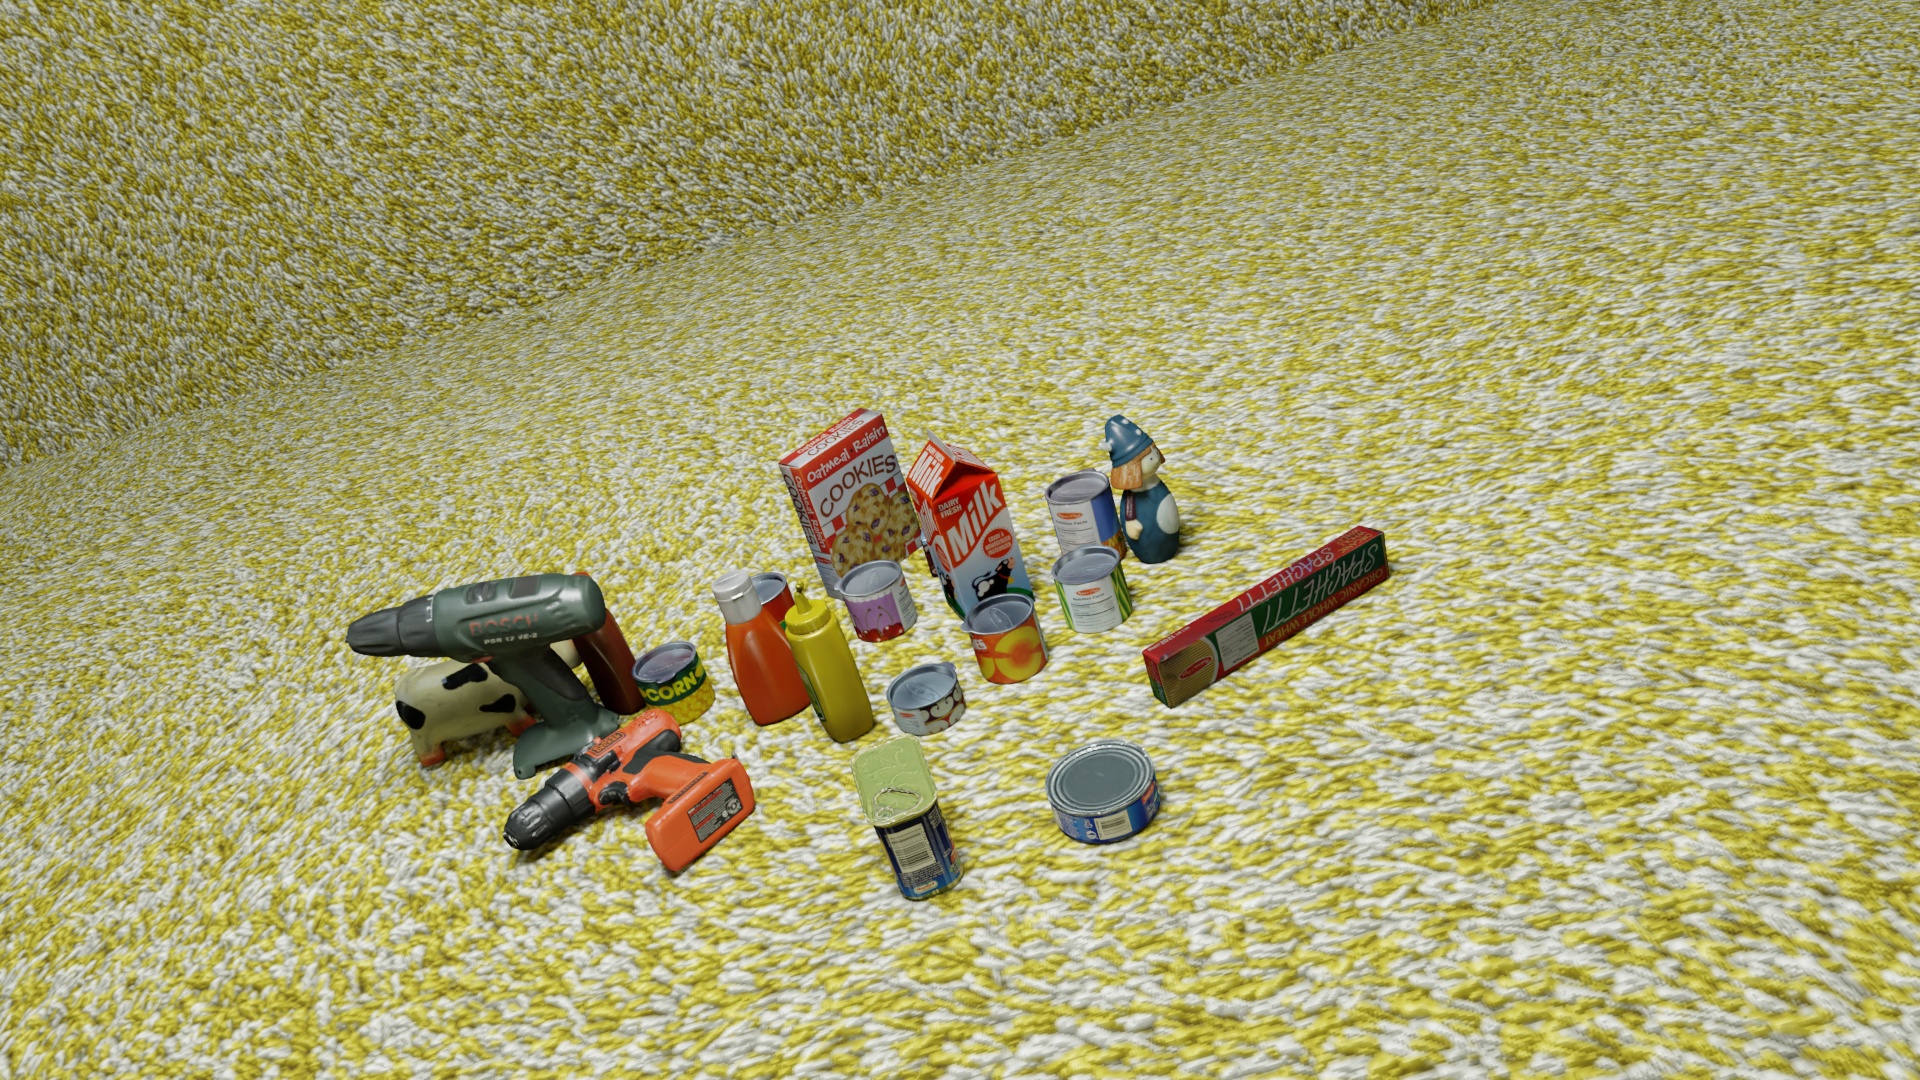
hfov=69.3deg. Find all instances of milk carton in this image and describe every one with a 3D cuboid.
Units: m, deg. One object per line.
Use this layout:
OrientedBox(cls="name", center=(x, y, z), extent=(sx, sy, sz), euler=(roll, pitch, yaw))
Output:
OrientedBox(cls="milk carton", center=(0.005, -0.017, 1.346), extent=(0.073, 0.189, 0.072), euler=(-24, 28, -13))

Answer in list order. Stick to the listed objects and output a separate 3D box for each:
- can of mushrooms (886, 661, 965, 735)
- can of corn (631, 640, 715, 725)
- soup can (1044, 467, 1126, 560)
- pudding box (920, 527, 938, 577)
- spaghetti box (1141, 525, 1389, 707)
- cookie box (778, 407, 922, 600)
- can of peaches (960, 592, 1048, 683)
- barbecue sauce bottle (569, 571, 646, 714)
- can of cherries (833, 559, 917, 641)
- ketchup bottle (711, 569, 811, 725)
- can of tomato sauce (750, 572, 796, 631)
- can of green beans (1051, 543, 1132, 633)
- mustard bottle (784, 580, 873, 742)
OrientedBox(cls="can of mushrooms", center=(-0.029, 0.141, 1.246), extent=(0.071, 0.033, 0.071), euler=(-14, 28, 7))
OrientedBox(cls="can of corn", center=(-0.281, 0.142, 1.363), extent=(0.071, 0.058, 0.071), euler=(-14, 28, 8))
OrientedBox(cls="soup can", center=(0.127, -0.020, 1.395), extent=(0.071, 0.083, 0.072), euler=(-14, 28, 8))
OrientedBox(cls="pudding box", center=(0.004, 0.003, 1.461), extent=(0.084, 0.049, 0.030), euler=(-14, 28, 7))
OrientedBox(cls="spaghetti box", center=(0.268, 0.063, 1.200), extent=(0.251, 0.050, 0.029), euler=(-28, 29, -18))
OrientedBox(cls="cookie box", center=(-0.114, -0.039, 1.479), extent=(0.040, 0.166, 0.123), euler=(12, 39, 44))
OrientedBox(cls="can of peaches", center=(0.040, 0.091, 1.272), extent=(0.071, 0.057, 0.071), euler=(-14, 28, 8))
OrientedBox(cls="barbecue sauce bottle", center=(-0.359, 0.102, 1.384), extent=(0.065, 0.148, 0.044), euler=(10, 38, 42))
OrientedBox(cls="can of cherries", center=(-0.085, 0.061, 1.398), extent=(0.071, 0.058, 0.072), euler=(-14, 28, 8))
OrientedBox(cls="ketchup bottle", center=(-0.189, 0.098, 1.293), extent=(0.065, 0.148, 0.043), euler=(-24, 28, -12))
OrientedBox(cls="can of tomato sauce", center=(-0.194, 0.085, 1.391), extent=(0.071, 0.082, 0.071), euler=(-14, 28, 8))
OrientedBox(cls="can of green beans", center=(0.124, 0.046, 1.306), extent=(0.071, 0.057, 0.071), euler=(-14, 28, 8))
OrientedBox(cls="mustard bottle", center=(-0.123, 0.102, 1.235), extent=(0.049, 0.159, 0.065), euler=(-26, 28, -15))
